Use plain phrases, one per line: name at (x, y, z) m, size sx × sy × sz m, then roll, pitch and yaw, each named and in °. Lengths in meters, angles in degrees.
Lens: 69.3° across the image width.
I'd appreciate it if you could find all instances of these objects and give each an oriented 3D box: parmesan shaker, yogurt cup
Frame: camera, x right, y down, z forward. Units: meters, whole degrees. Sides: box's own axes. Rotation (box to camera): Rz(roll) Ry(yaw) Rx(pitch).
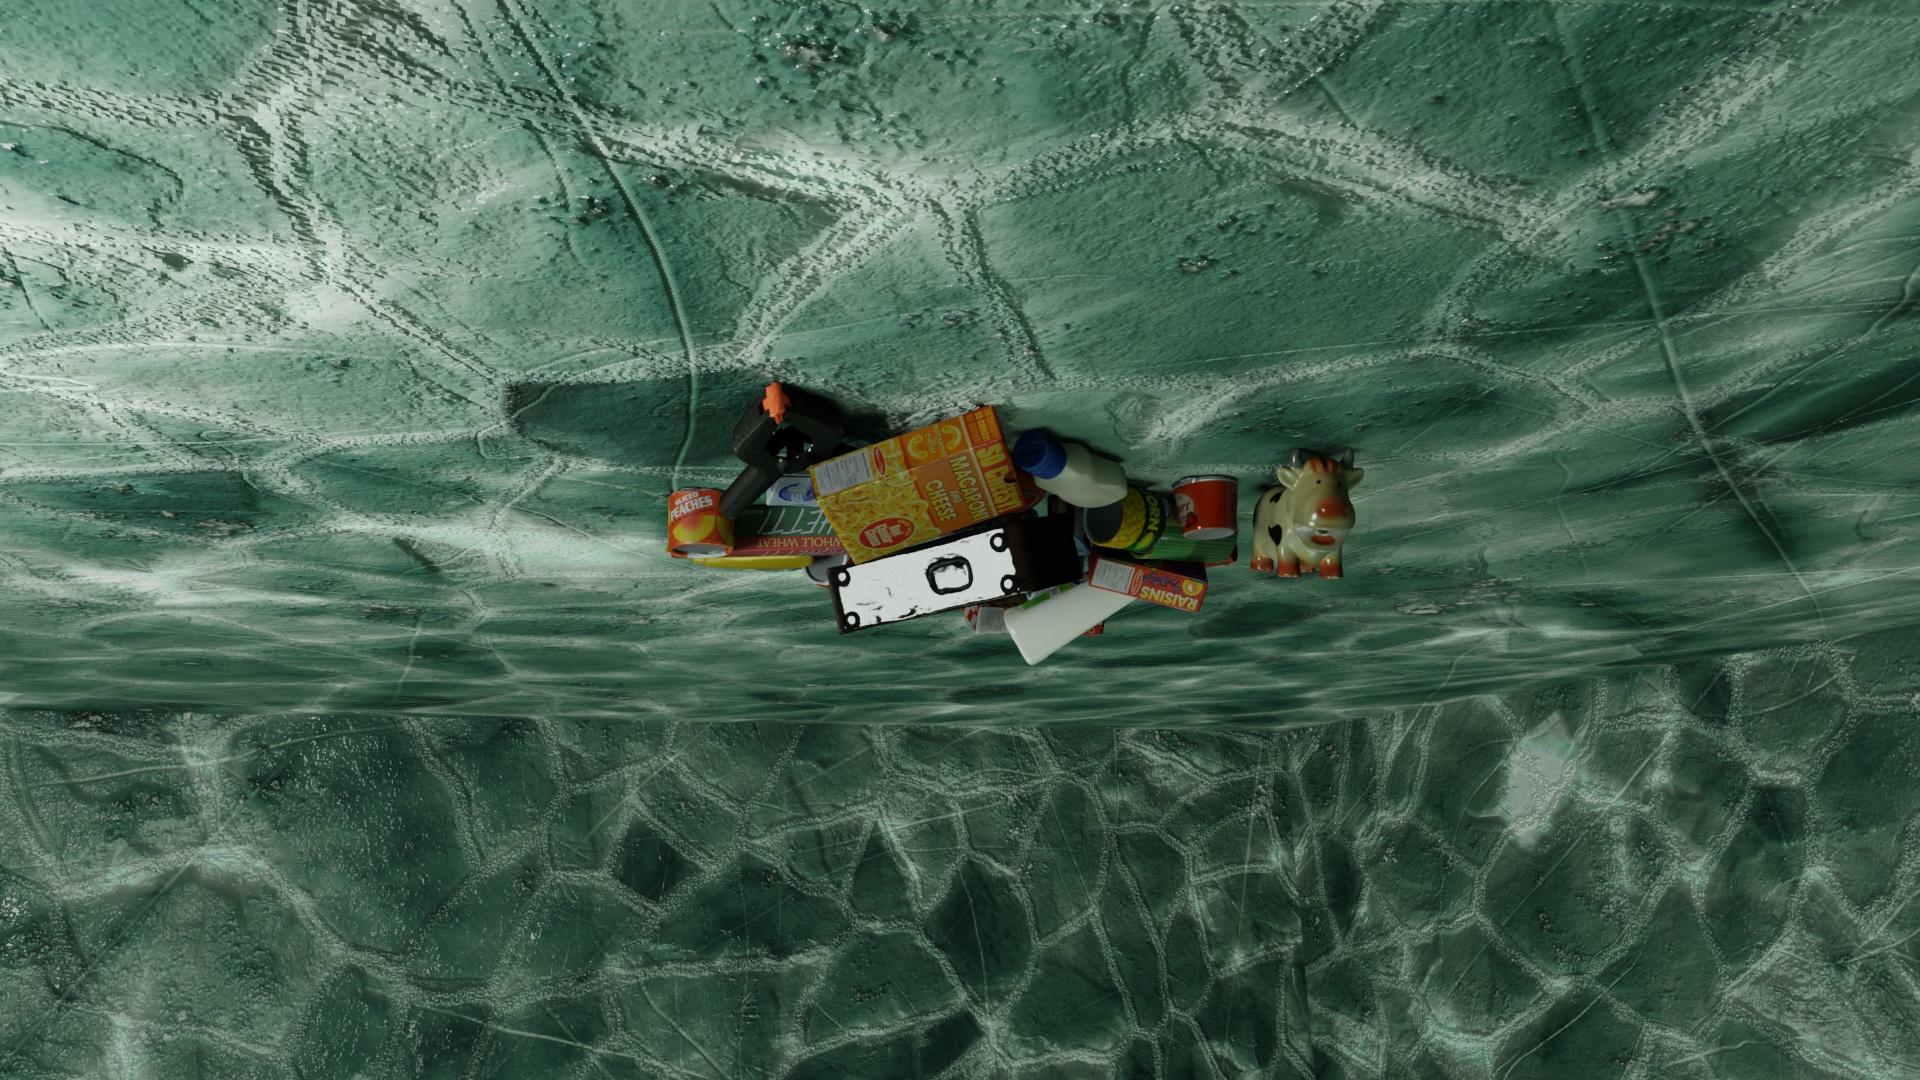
parmesan shaker at (0.237, -0.008, 1.486) m, size 0.103 × 0.071 × 0.071 m, roll 4°, pitch 165°, yaw -24°
yogurt cup at (0.254, -0.032, 1.429) m, size 0.072 × 0.054 × 0.072 m, roll -3°, pitch 167°, yaw 0°

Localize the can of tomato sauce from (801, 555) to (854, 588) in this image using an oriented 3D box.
can of tomato sauce at (-0.129, 0.025, 1.583) m, size 0.071 × 0.071 × 0.083 m, roll -11°, pitch 163°, yaw 31°

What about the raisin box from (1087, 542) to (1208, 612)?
raisin box at (0.203, 0.032, 1.509) m, size 0.123 × 0.040 × 0.086 m, roll 14°, pitch -160°, yaw -1°

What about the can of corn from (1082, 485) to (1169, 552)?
can of corn at (0.169, -0.025, 1.424) m, size 0.058 × 0.071 × 0.071 m, roll 9°, pitch 162°, yaw -37°

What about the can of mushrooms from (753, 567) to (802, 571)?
can of mushrooms at (-0.211, 0.013, 1.588) m, size 0.071 × 0.033 × 0.071 m, roll -2°, pitch 167°, yaw 0°

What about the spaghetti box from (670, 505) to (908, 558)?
spaghetti box at (-0.179, -0.010, 1.462) m, size 0.250 × 0.050 × 0.028 m, roll -1°, pitch 167°, yaw -5°

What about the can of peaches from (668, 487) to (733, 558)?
can of peaches at (-0.263, -0.017, 1.403) m, size 0.071 × 0.058 × 0.071 m, roll -2°, pitch 167°, yaw 0°

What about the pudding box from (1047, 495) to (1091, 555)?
pudding box at (0.117, -0.015, 1.486) m, size 0.030 × 0.050 × 0.083 m, roll -5°, pitch 166°, yaw 17°

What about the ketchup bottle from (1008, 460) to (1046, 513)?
ketchup bottle at (0.010, -0.059, 1.304) m, size 0.149 × 0.043 × 0.064 m, roll 11°, pitch 155°, yaw -41°

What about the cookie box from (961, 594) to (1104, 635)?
cookie box at (0.082, 0.075, 1.737) m, size 0.168 × 0.040 × 0.123 m, roll 2°, pitch -158°, yaw -19°

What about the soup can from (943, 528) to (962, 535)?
soup can at (-0.040, -0.035, 1.358) m, size 0.071 × 0.071 × 0.083 m, roll 9°, pitch 163°, yaw -39°

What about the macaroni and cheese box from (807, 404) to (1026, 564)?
macaroni and cheese box at (-0.034, -0.046, 1.216) m, size 0.166 × 0.040 × 0.123 m, roll -19°, pitch 150°, yaw 3°

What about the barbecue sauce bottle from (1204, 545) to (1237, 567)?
barbecue sauce bottle at (0.257, 0.020, 1.668) m, size 0.148 × 0.044 × 0.065 m, roll -10°, pitch 164°, yaw 28°

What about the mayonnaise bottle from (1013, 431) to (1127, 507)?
mayonnaise bottle at (0.100, -0.066, 1.297) m, size 0.064 × 0.041 × 0.148 m, roll -12°, pitch 162°, yaw 29°

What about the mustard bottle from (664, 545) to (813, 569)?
mustard bottle at (-0.241, 0.005, 1.517) m, size 0.160 × 0.049 × 0.065 m, roll 1°, pitch 165°, yaw -9°

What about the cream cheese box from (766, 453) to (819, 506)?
cream cheese box at (-0.154, -0.057, 1.329) m, size 0.053 × 0.024 × 0.103 m, roll 2°, pitch 166°, yaw -14°

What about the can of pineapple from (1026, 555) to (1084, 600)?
can of pineapple at (0.114, 0.042, 1.683) m, size 0.058 × 0.071 × 0.071 m, roll 6°, pitch 165°, yaw -8°

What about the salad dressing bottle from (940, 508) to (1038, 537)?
salad dressing bottle at (0.005, -0.018, 1.444) m, size 0.148 × 0.064 × 0.043 m, roll 7°, pitch 146°, yaw -5°
